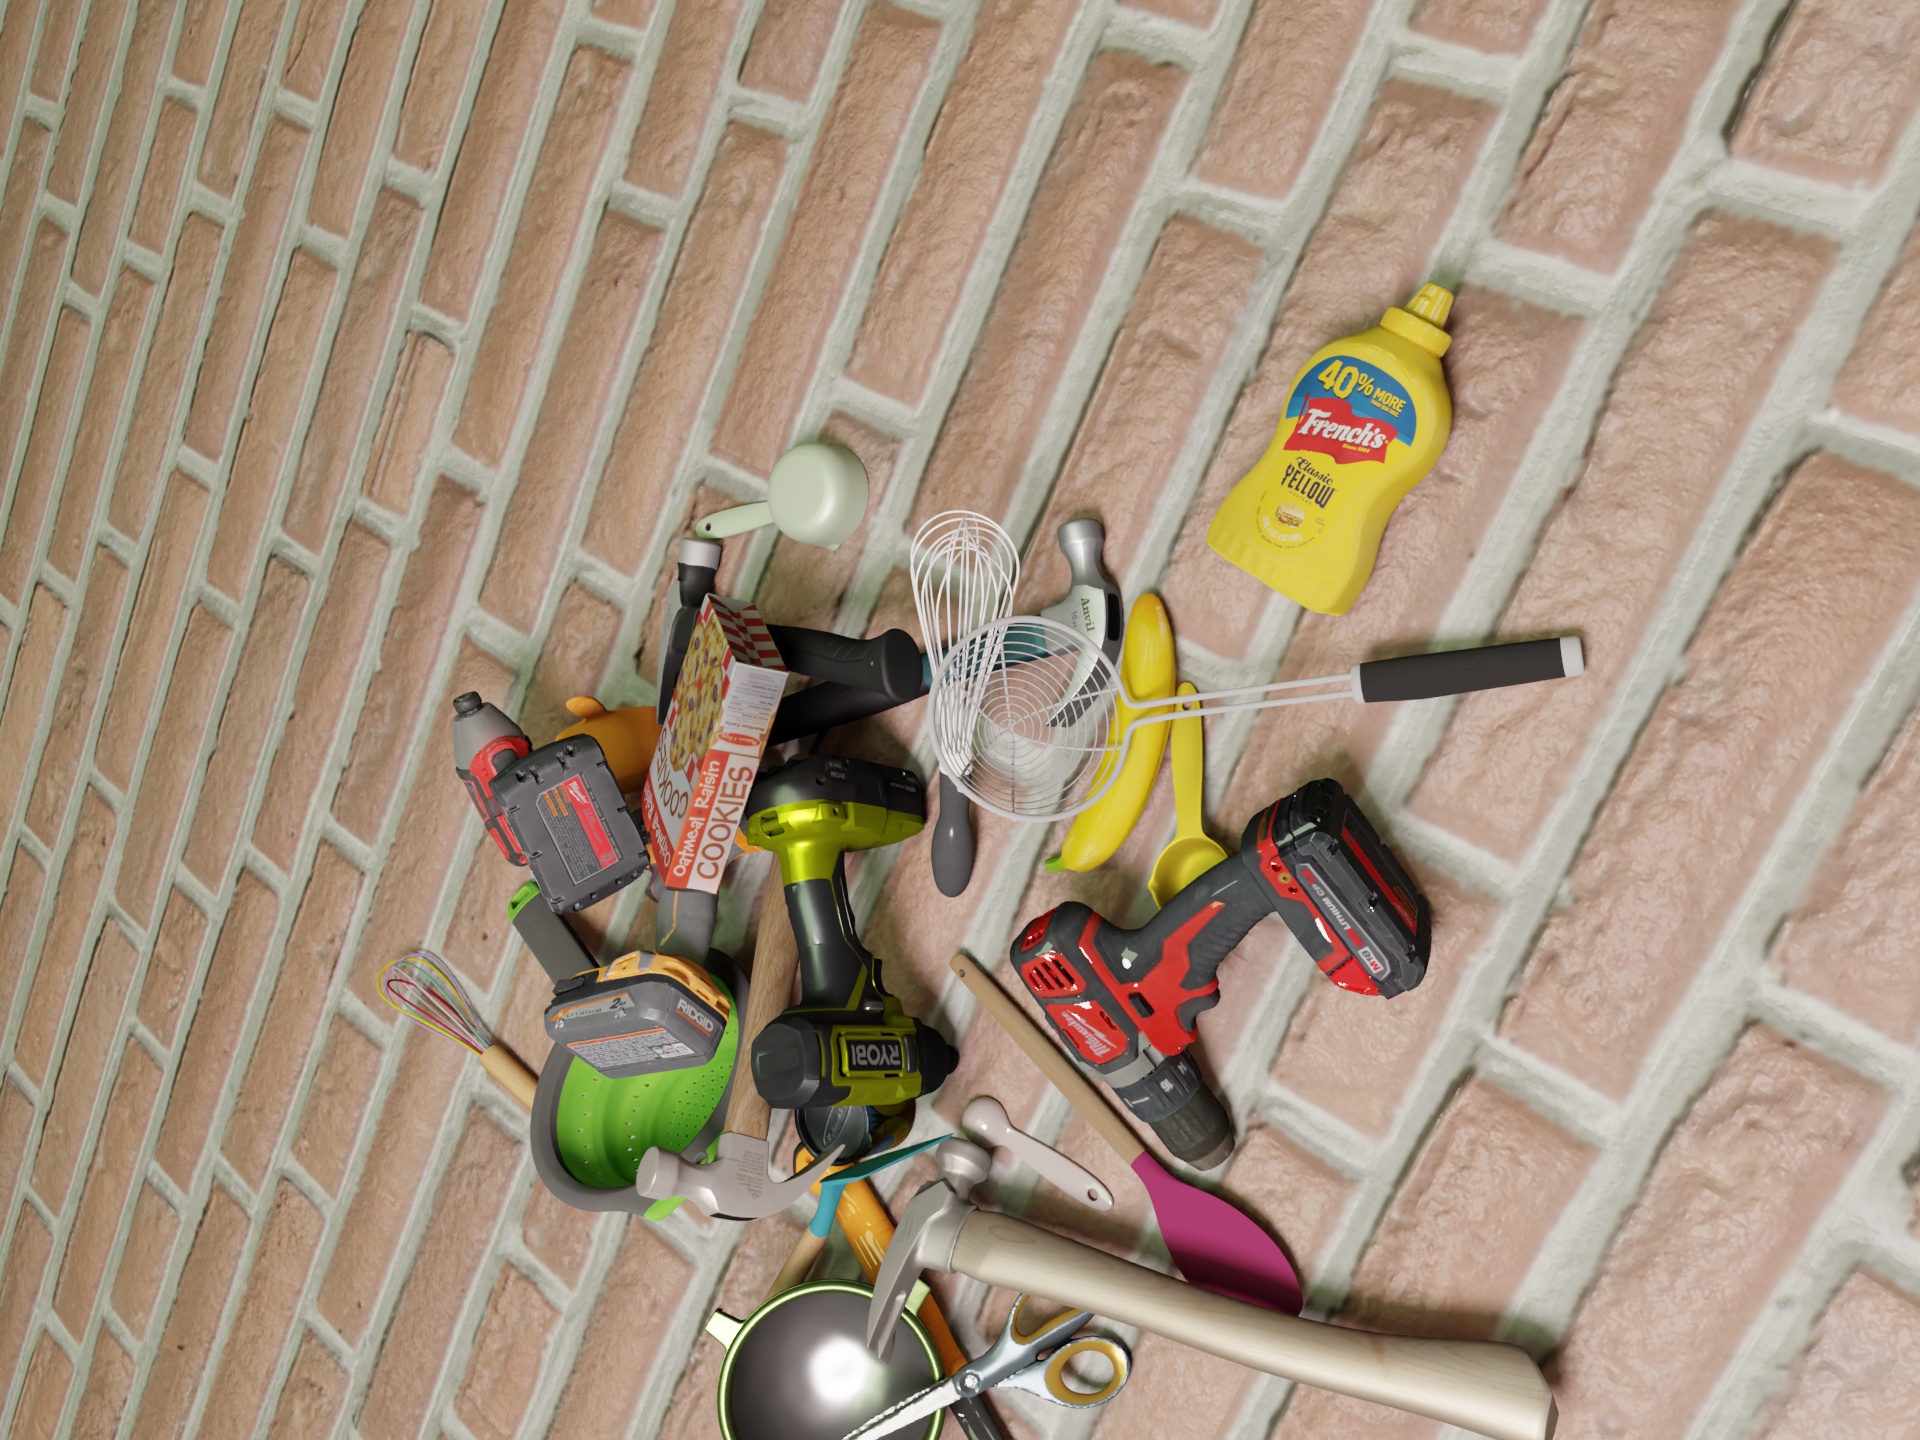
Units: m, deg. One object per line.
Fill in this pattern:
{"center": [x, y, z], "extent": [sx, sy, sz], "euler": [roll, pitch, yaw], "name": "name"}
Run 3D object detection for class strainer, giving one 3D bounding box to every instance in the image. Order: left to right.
{"center": [-0.075, 0.497, 1.065], "extent": [0.151, 0.069, 0.256], "euler": [-10, 86, -2], "name": "strainer"}

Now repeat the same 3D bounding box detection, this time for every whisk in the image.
{"center": [-0.423, 0.279, 1.374], "extent": [0.245, 0.047, 0.051], "euler": [33, 105, 27], "name": "whisk"}
{"center": [-0.003, -0.004, 1.040], "extent": [0.070, 0.070, 0.284], "euler": [23, 125, 33], "name": "whisk"}

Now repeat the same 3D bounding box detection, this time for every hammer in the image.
{"center": [-0.126, 0.174, 1.092], "extent": [0.031, 0.130, 0.332], "euler": [-33, 42, 49], "name": "hammer"}
{"center": [-0.129, -0.047, 1.118], "extent": [0.335, 0.035, 0.146], "euler": [14, 94, 54], "name": "hammer"}
{"center": [-0.032, -0.032, 1.118], "extent": [0.331, 0.033, 0.128], "euler": [-17, 78, 33], "name": "hammer"}
{"center": [-0.014, 0.425, 1.092], "extent": [0.127, 0.034, 0.337], "euler": [-47, 64, 25], "name": "hammer"}
{"center": [0.133, 0.359, 0.936], "extent": [0.411, 0.038, 0.146], "euler": [5, 54, 33], "name": "hammer"}

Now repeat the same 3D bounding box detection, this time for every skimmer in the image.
{"center": [0.162, -0.017, 0.913], "extent": [0.363, 0.090, 0.127], "euler": [-8, 78, 23], "name": "skimmer"}

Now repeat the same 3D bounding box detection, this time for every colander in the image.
{"center": [-0.252, 0.243, 1.232], "extent": [0.204, 0.094, 0.397], "euler": [-47, 41, -6], "name": "colander"}

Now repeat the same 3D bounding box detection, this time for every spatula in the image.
{"center": [-0.102, 0.376, 1.103], "extent": [0.044, 0.082, 0.317], "euler": [47, 129, 28], "name": "spatula"}

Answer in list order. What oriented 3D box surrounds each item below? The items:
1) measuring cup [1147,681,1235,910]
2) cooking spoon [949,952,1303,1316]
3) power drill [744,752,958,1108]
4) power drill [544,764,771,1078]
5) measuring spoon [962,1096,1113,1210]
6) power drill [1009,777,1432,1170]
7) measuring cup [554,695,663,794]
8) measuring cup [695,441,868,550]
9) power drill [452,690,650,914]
{"center": [0.150, 0.053, 1.001], "extent": [0.062, 0.029, 0.157], "euler": [-11, 71, 35], "name": "measuring cup"}
{"center": [0.098, 0.263, 1.028], "extent": [0.319, 0.017, 0.068], "euler": [44, 120, 27], "name": "cooking spoon"}
{"center": [-0.071, 0.145, 1.070], "extent": [0.080, 0.171, 0.223], "euler": [-19, 70, 34], "name": "power drill"}
{"center": [-0.226, 0.144, 1.168], "extent": [0.185, 0.084, 0.226], "euler": [-15, 44, 32], "name": "power drill"}
{"center": [0.048, 0.292, 1.062], "extent": [0.124, 0.018, 0.034], "euler": [26, 103, 32], "name": "measuring spoon"}
{"center": [0.162, 0.157, 0.934], "extent": [0.226, 0.080, 0.188], "euler": [-33, 98, 27], "name": "power drill"}
{"center": [-0.267, 0.020, 1.204], "extent": [0.095, 0.173, 0.052], "euler": [-18, 81, -4], "name": "measuring cup"}
{"center": [-0.146, -0.161, 1.195], "extent": [0.167, 0.038, 0.083], "euler": [-9, 83, 32], "name": "measuring cup"}
{"center": [-0.319, 0.054, 1.181], "extent": [0.220, 0.078, 0.143], "euler": [15, 130, 58], "name": "power drill"}
